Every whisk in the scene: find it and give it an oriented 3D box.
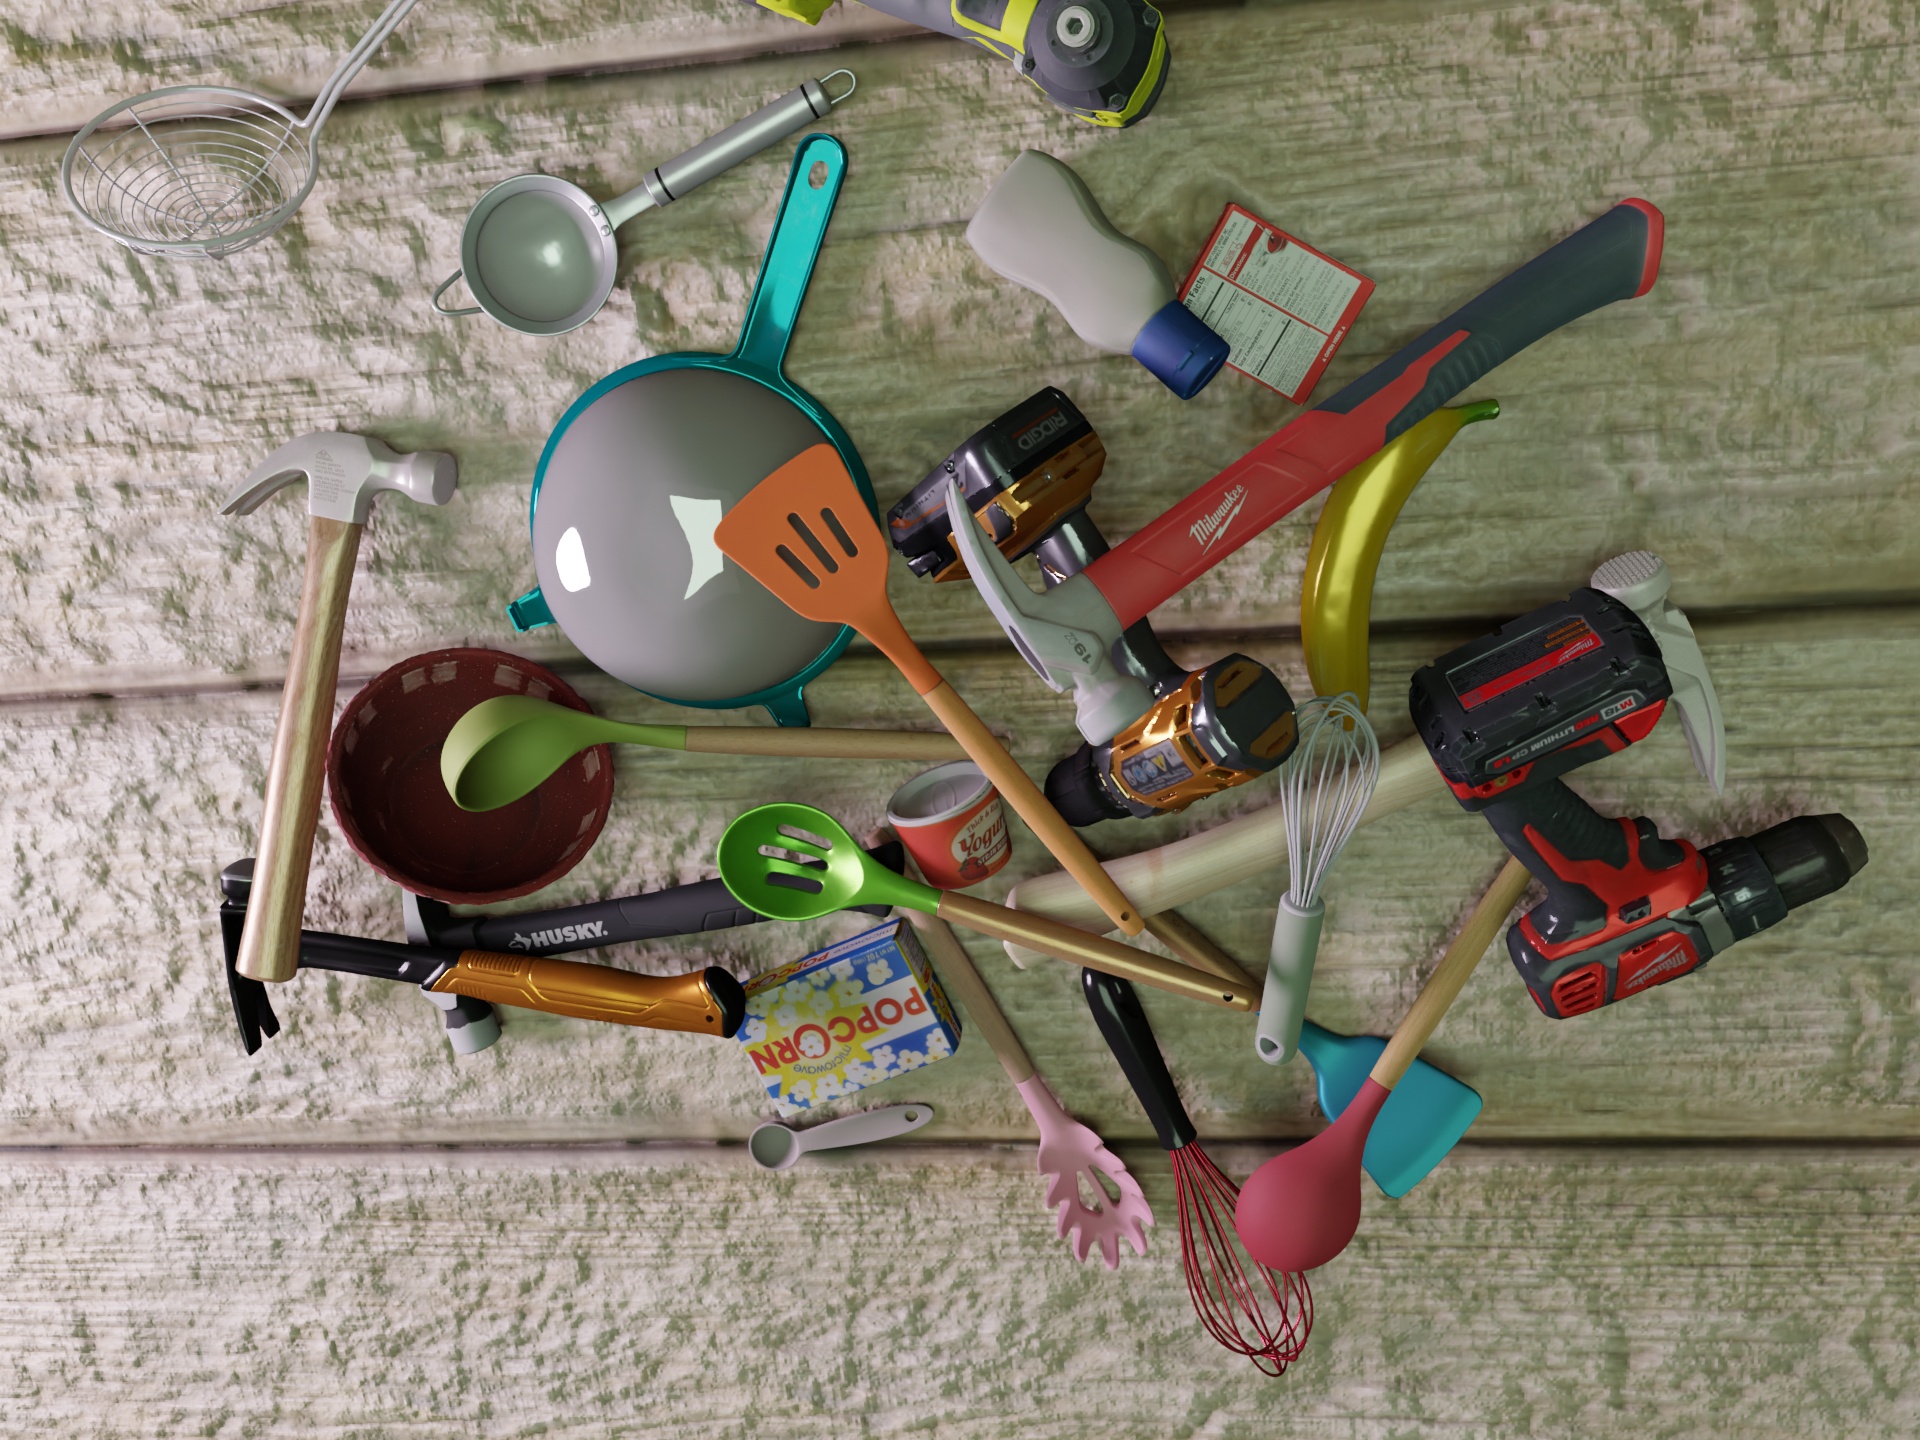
[{"bbox_3d":[0.189,0.093,0.872,0.058,0.059,0.246,25,127,32],"label":"whisk"},{"bbox_3d":[0.144,0.277,0.985,0.073,0.073,0.296,-24,98,15],"label":"whisk"}]

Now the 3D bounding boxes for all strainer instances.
[{"bbox_3d":[-0.169,-0.284,0.863,0.258,0.050,0.087,-26,98,9],"label":"strainer"},{"bbox_3d":[-0.133,-0.151,0.869,0.211,0.095,0.340,22,110,1],"label":"strainer"}]

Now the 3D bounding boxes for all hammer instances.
[{"bbox_3d":[0.179,-0.154,0.776,0.386,0.038,0.143,-35,89,-8],"label":"hammer"},{"bbox_3d":[-0.192,0.116,0.985,0.335,0.035,0.146,-11,106,15],"label":"hammer"},{"bbox_3d":[-0.392,-0.008,0.949,0.130,0.031,0.331,12,94,7],"label":"hammer"},{"bbox_3d":[0.215,0.055,0.896,0.410,0.038,0.146,-25,114,13],"label":"hammer"},{"bbox_3d":[-0.297,0.165,0.986,0.337,0.034,0.127,6,109,9],"label":"hammer"}]

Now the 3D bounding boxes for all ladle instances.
[{"bbox_3d":[-0.130,0.022,0.907,0.320,0.062,0.078,2,149,-6],"label":"ladle"},{"bbox_3d":[0.259,0.189,0.922,0.069,0.031,0.315,32,94,3],"label":"ladle"}]

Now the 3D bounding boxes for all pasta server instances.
[{"bbox_3d":[0.027,0.203,0.988,0.060,0.040,0.316,-30,100,7],"label":"pasta server"}]

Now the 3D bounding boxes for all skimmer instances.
[{"bbox_3d":[-0.318,-0.380,0.826,0.363,0.090,0.127,-41,67,15],"label":"skimmer"}]

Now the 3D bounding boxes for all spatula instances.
[{"bbox_3d":[-0.001,-0.003,0.861,0.081,0.041,0.322,-40,106,0],"label":"spatula"},{"bbox_3d":[0.163,0.155,0.950,0.317,0.044,0.082,39,98,-3],"label":"spatula"}]

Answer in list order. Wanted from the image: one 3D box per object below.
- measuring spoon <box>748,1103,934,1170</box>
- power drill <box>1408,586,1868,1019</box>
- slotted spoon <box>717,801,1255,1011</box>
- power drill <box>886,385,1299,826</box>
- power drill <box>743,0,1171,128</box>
[{"bbox_3d":[-0.077,0.266,1.038,0.124,0.018,0.034,-13,103,5],"label":"measuring spoon"},{"bbox_3d":[0.353,0.044,0.827,0.188,0.080,0.226,-27,118,14],"label":"power drill"},{"bbox_3d":[0.013,0.113,0.903,0.314,0.031,0.070,16,97,9],"label":"slotted spoon"},{"bbox_3d":[0.058,-0.044,0.863,0.226,0.084,0.185,54,147,-3],"label":"power drill"},{"bbox_3d":[-0.012,-0.349,0.752,0.223,0.171,0.080,24,109,4],"label":"power drill"}]
